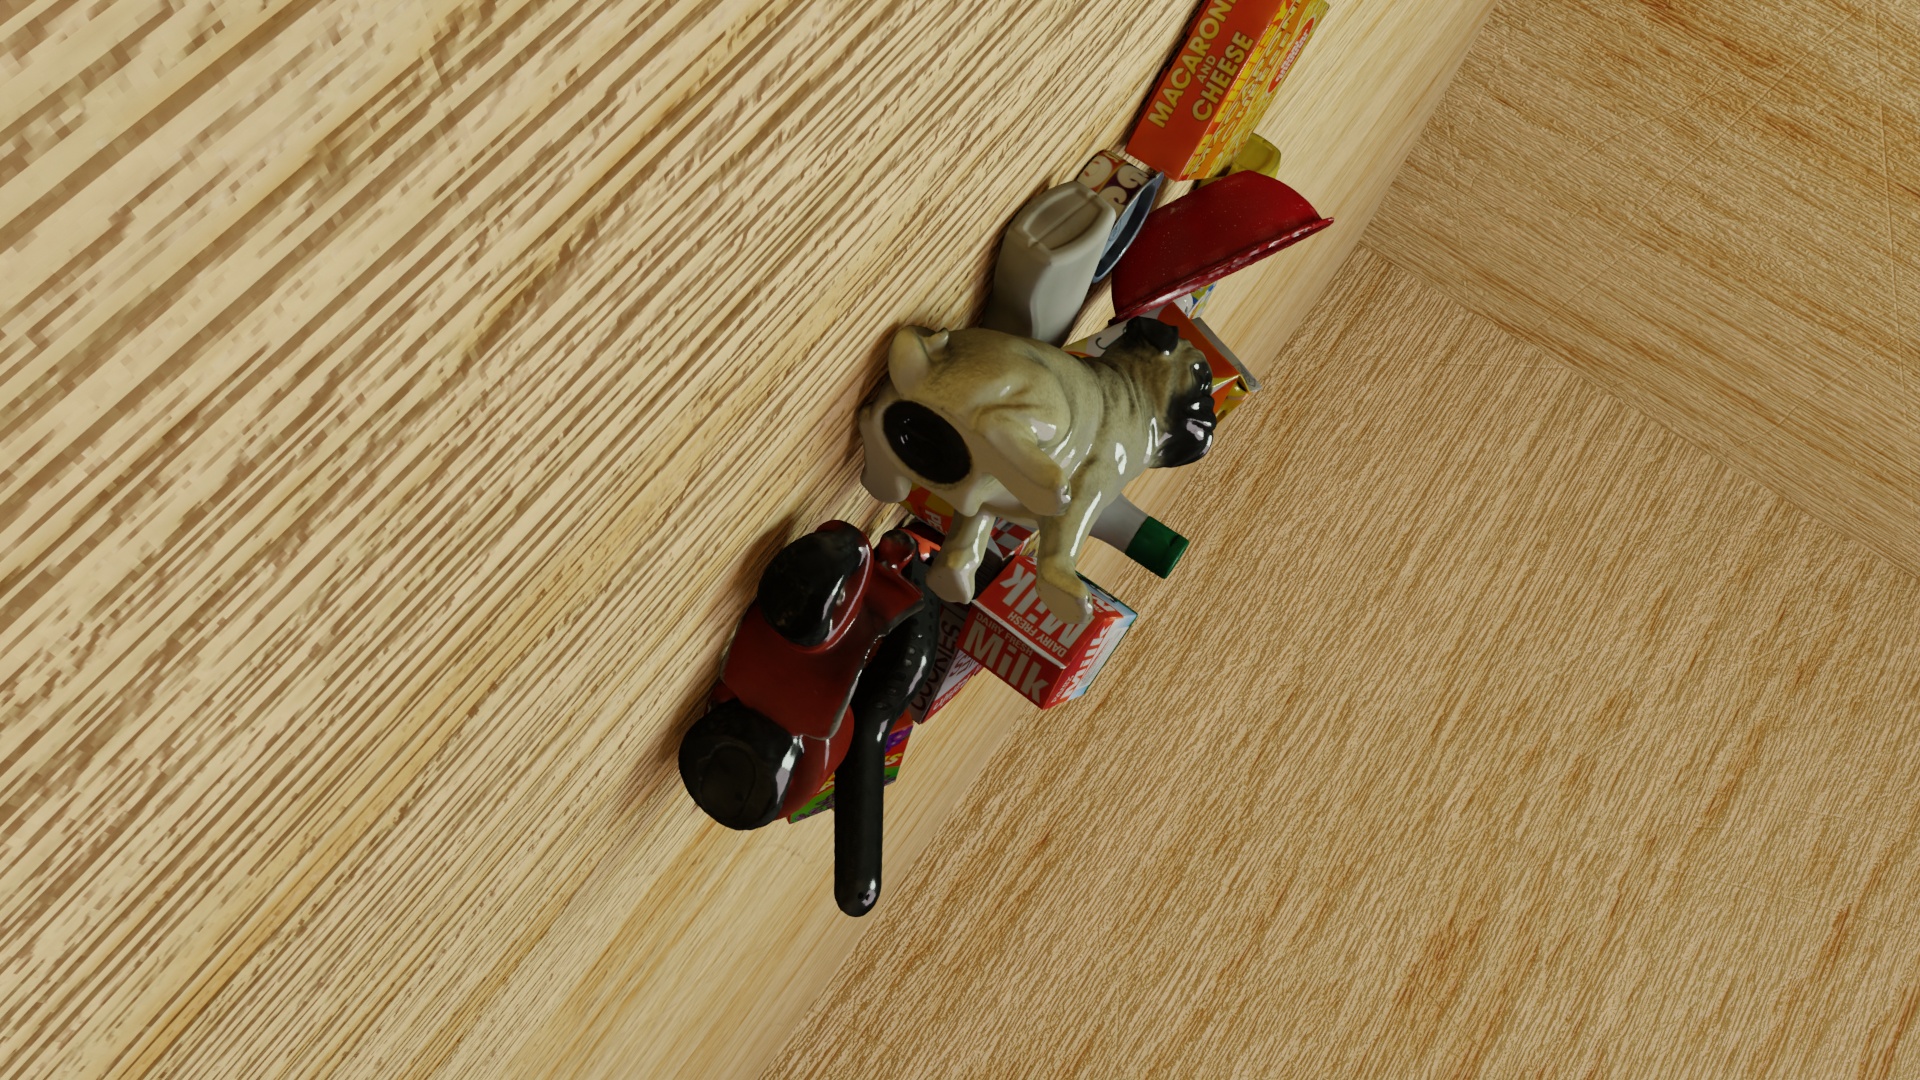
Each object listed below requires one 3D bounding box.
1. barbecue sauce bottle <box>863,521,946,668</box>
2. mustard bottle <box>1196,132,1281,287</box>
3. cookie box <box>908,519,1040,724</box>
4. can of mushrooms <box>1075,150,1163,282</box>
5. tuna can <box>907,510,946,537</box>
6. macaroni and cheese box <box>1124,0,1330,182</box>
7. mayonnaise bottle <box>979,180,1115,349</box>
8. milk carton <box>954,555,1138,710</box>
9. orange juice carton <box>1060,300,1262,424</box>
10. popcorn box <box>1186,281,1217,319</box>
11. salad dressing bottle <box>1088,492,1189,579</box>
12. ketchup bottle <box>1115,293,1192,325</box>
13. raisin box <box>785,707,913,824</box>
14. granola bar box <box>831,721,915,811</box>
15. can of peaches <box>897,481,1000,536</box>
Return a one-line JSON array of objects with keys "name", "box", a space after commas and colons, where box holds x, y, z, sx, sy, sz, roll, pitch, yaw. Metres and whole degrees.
[{"name": "barbecue sauce bottle", "box": [-0.048, 0.054, 0.901, 0.065, 0.044, 0.147, -46, 167, -40]}, {"name": "mustard bottle", "box": [0.202, -0.248, 1.101, 0.065, 0.049, 0.159, -48, 168, -31]}, {"name": "cookie box", "box": [0.017, 0.037, 0.968, 0.123, 0.040, 0.166, -38, 159, -49]}, {"name": "can of mushrooms", "box": [0.080, -0.181, 0.768, 0.071, 0.033, 0.071, -53, 169, -14]}, {"name": "tuna can", "box": [-0.001, -0.037, 0.854, 0.071, 0.033, 0.071, -53, 170, -14]}, {"name": "macaroni and cheese box", "box": [0.160, -0.277, 0.823, 0.123, 0.040, 0.167, -60, 170, 24]}, {"name": "mayonnaise bottle", "box": [0.037, -0.122, 0.741, 0.065, 0.041, 0.147, -42, 166, -28]}, {"name": "milk carton", "box": [0.057, 0.059, 0.917, 0.073, 0.072, 0.190, -56, 167, 7]}, {"name": "orange juice carton", "box": [0.110, -0.094, 0.913, 0.193, 0.072, 0.072, -26, 157, -28]}, {"name": "popcorn box", "box": [0.177, -0.183, 1.228, 0.085, 0.038, 0.126, -50, 169, -28]}, {"name": "salad dressing bottle", "box": [0.108, -0.025, 1.085, 0.064, 0.148, 0.043, -47, 167, -43]}, {"name": "ketchup bottle", "box": [0.134, -0.151, 1.108, 0.149, 0.043, 0.064, -51, 166, -27]}, {"name": "raisin box", "box": [-0.082, 0.143, 0.939, 0.086, 0.040, 0.122, -19, 158, -17]}, {"name": "granola bar box", "box": [-0.054, 0.125, 1.119, 0.165, 0.039, 0.124, -59, 169, 18]}, {"name": "can of peaches", "box": [-0.002, -0.035, 0.783, 0.071, 0.058, 0.071, -53, 171, -12]}]
